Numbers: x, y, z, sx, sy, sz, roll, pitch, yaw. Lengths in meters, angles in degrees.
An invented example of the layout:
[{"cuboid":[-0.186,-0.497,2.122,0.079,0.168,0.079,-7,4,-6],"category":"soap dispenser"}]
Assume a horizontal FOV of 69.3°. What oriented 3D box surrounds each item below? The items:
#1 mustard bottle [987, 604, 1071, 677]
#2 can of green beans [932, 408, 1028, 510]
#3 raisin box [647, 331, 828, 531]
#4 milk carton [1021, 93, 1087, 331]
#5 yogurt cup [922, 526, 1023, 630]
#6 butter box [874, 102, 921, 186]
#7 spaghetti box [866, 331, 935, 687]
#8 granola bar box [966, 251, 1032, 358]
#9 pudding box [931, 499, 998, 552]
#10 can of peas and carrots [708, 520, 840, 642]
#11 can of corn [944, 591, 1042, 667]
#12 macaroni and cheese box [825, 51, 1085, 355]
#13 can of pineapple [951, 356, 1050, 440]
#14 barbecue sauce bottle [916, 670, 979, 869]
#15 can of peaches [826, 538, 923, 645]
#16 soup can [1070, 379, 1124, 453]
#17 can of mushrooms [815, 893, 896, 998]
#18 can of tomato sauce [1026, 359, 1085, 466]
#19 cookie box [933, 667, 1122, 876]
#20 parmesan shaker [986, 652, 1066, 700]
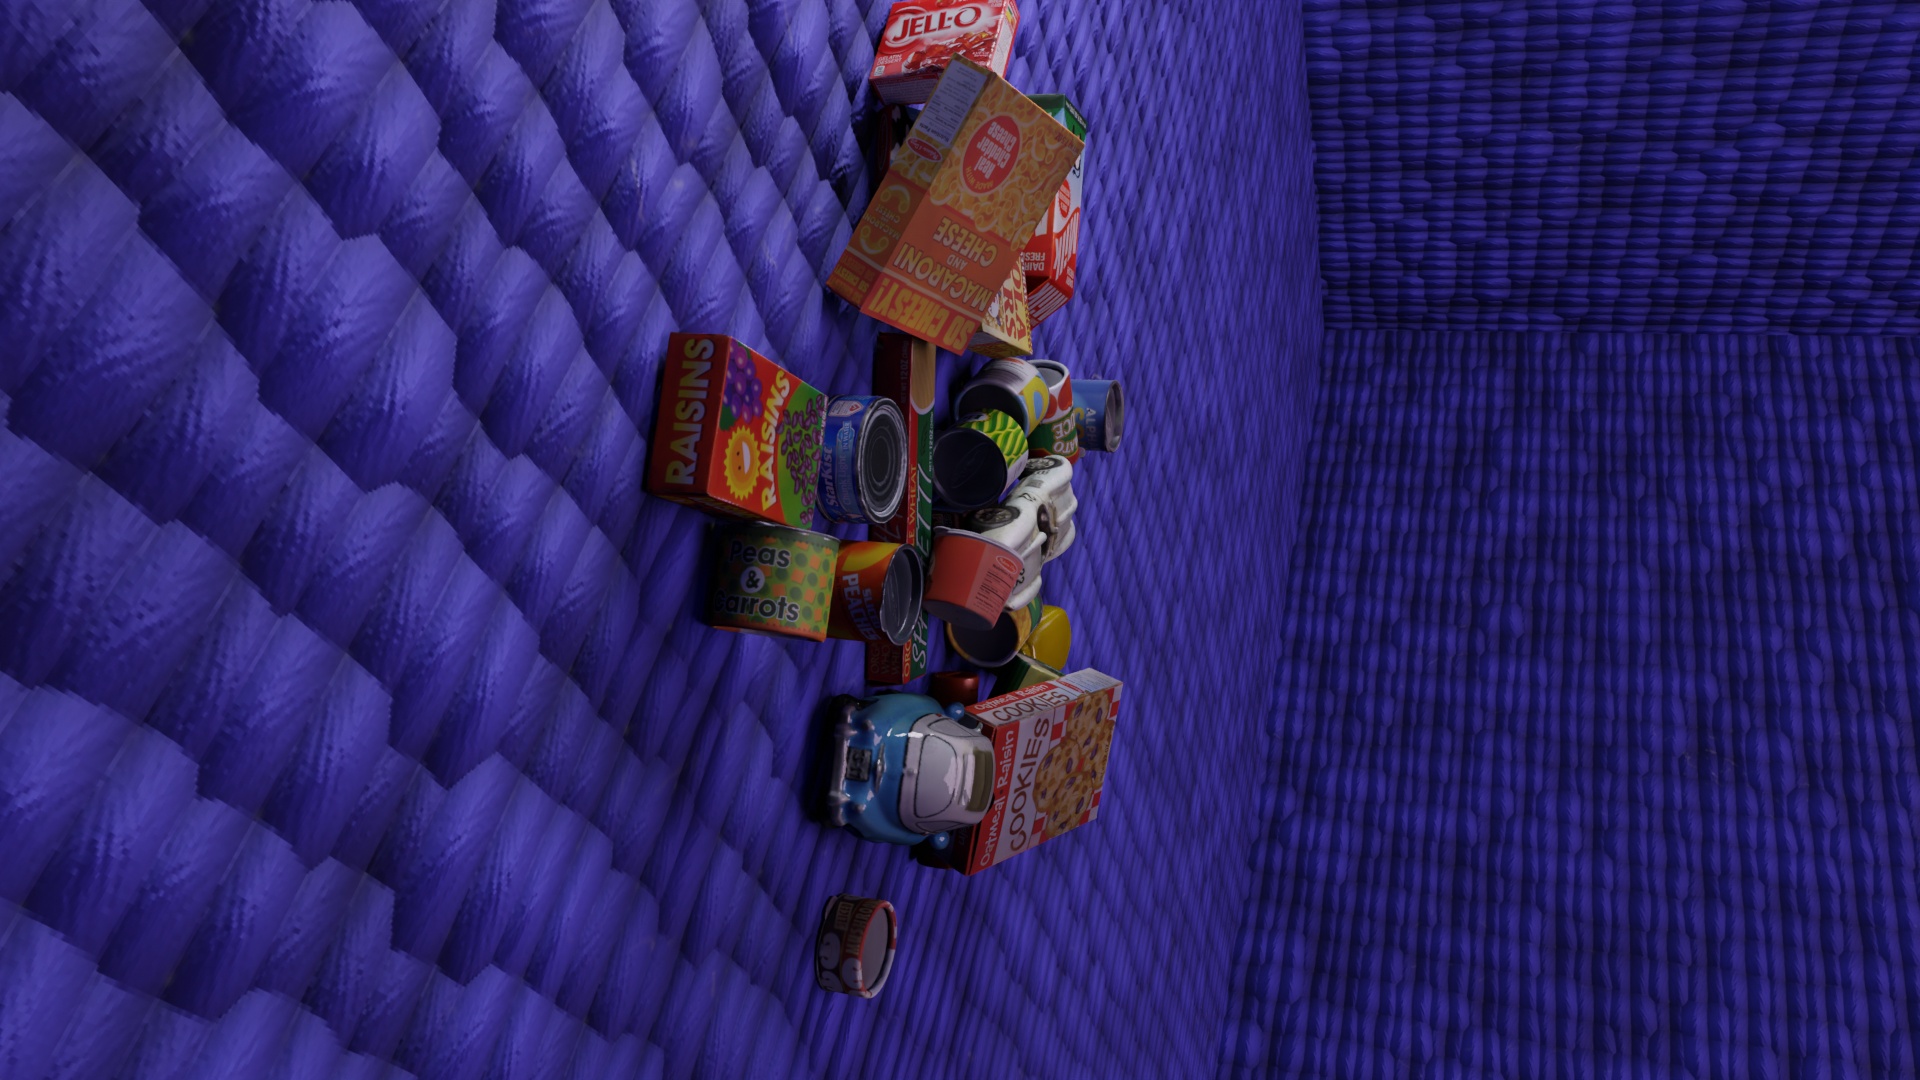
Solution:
[{"cuboid":[0.056,0.096,1.244,0.160,0.049,0.065,-12,101,-68],"category":"mustard bottle"},{"cuboid":[0.014,-0.064,1.076,0.058,0.071,0.071,-47,136,-61],"category":"can of green beans"},{"cuboid":[-0.119,-0.055,0.757,0.123,0.040,0.086,27,69,-70],"category":"raisin box"},{"cuboid":[0.054,-0.261,1.141,0.072,0.073,0.190,11,83,-70],"category":"milk carton"},{"cuboid":[0.006,0.030,0.990,0.072,0.072,0.054,53,52,-61],"category":"yogurt cup"},{"cuboid":[-0.010,-0.262,0.957,0.104,0.024,0.053,5,84,-33],"category":"butter box"},{"cuboid":[-0.042,-0.021,0.987,0.050,0.029,0.249,-12,105,-70],"category":"spaghetti box"},{"cuboid":[0.012,-0.227,1.047,0.124,0.039,0.165,2,82,-70],"category":"granola bar box"},{"cuboid":[0.004,-0.014,1.110,0.084,0.030,0.049,-45,136,-61],"category":"pudding box"},{"cuboid":[-0.104,0.023,0.771,0.071,0.071,0.059,27,69,-68],"category":"can of peas and carrots"},{"cuboid":[0.026,0.060,1.134,0.058,0.071,0.071,-46,136,-60],"category":"can of corn"},{"cuboid":[-0.002,-0.215,0.910,0.124,0.040,0.166,14,110,-57],"category":"macaroni and cheese box"},{"cuboid":[0.033,-0.107,1.121,0.058,0.071,0.070,-51,140,-57],"category":"can of pineapple"},{"cuboid":[-0.007,0.179,1.095,0.065,0.043,0.148,-3,96,-65],"category":"barbecue sauce bottle"},{"cuboid":[-0.063,0.033,0.896,0.071,0.058,0.071,3,91,-70],"category":"can of peaches"},{"cuboid":[0.102,-0.114,1.281,0.071,0.084,0.071,3,91,-70],"category":"soup can"},{"cuboid":[-0.071,0.276,0.953,0.071,0.033,0.071,3,91,-69],"category":"can of mushrooms"},{"cuboid":[0.069,-0.107,1.213,0.071,0.071,0.082,-61,147,-50],"category":"can of tomato sauce"},{"cuboid":[0.056,0.176,1.080,0.168,0.040,0.122,-9,114,-49],"category":"cookie box"},{"cuboid":[0.051,0.153,1.158,0.103,0.071,0.071,-63,159,2],"category":"parmesan shaker"}]
